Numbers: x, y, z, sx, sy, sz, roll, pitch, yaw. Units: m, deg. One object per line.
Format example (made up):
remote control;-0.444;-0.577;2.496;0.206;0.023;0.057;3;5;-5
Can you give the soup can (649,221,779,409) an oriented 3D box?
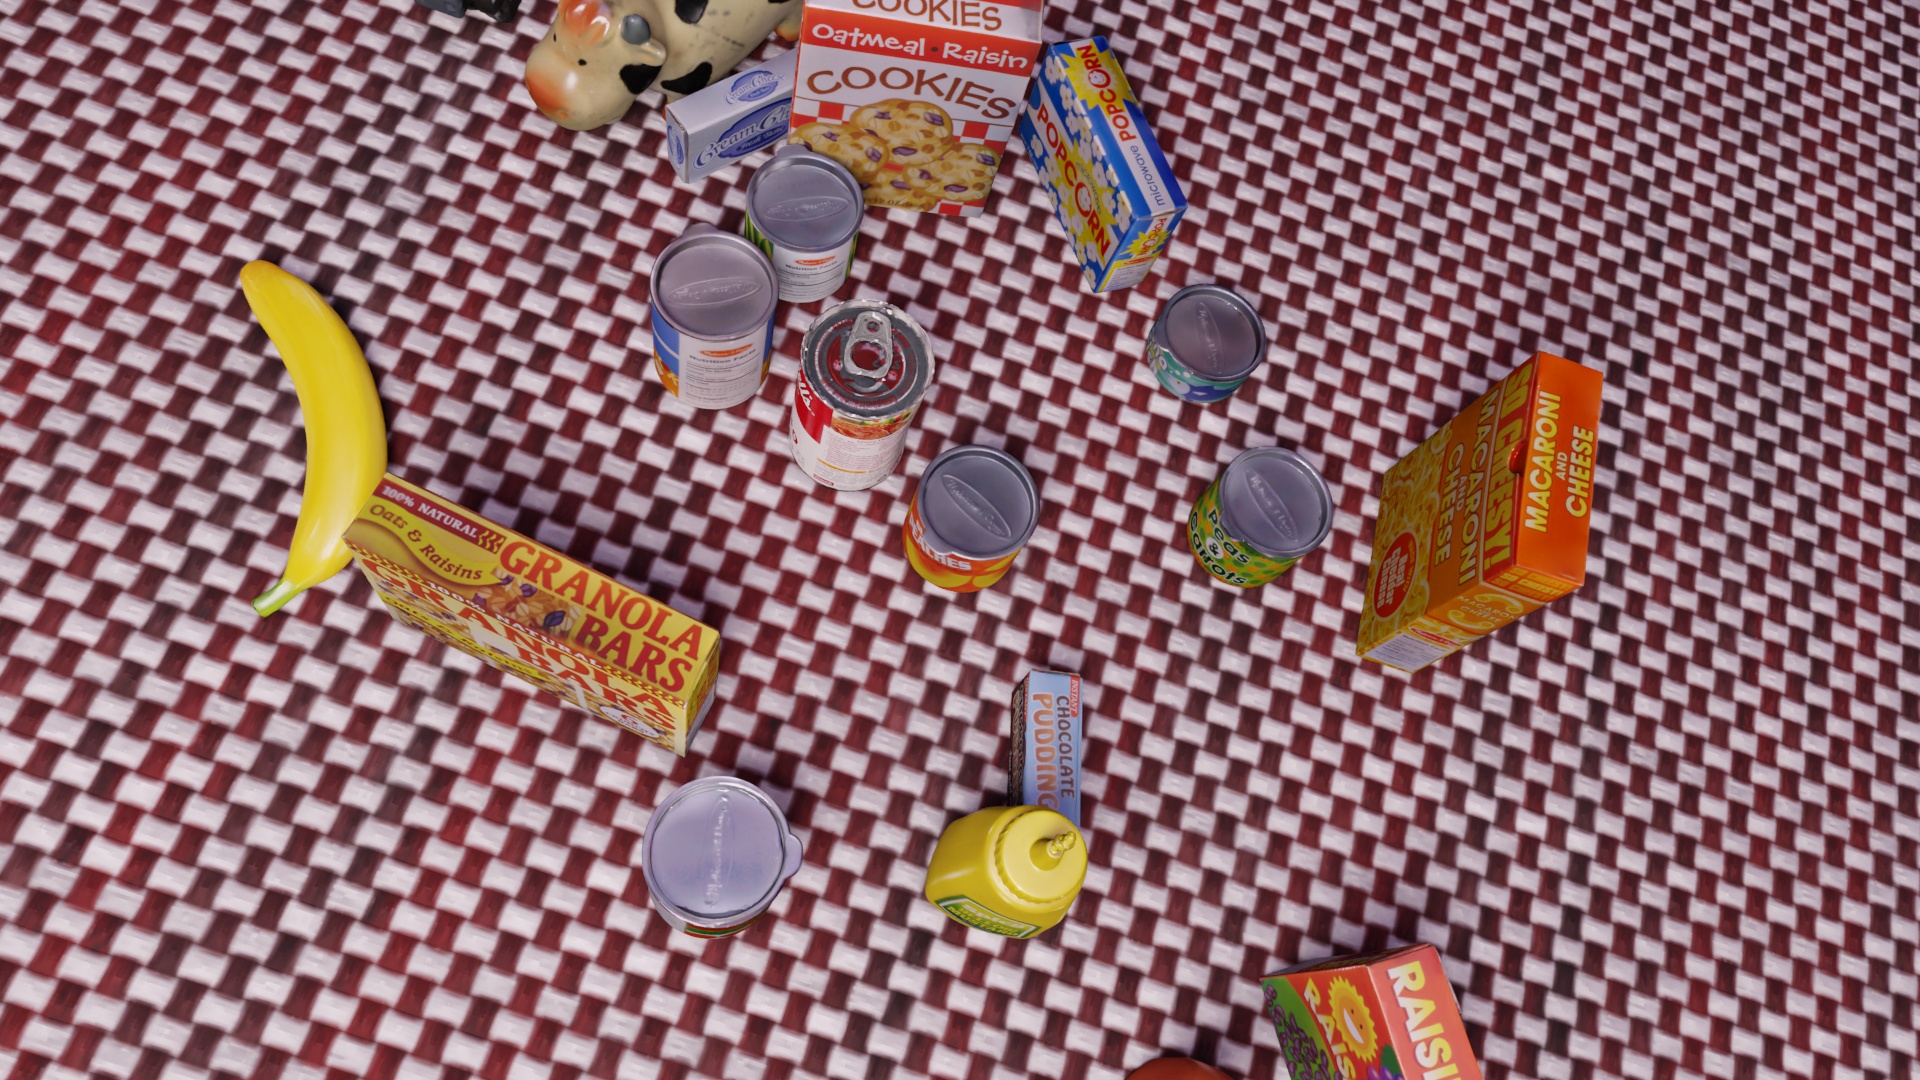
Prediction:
soup can;-0.134;-0.120;0.753;0.071;0.083;0.071;4;69;-10

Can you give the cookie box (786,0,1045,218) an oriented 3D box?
cookie box;-0.032;-0.249;0.778;0.123;0.166;0.040;5;69;-9

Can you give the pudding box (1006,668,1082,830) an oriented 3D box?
pudding box;0.043;0.113;0.719;0.030;0.049;0.084;7;69;-9

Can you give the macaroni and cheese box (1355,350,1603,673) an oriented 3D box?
macaroni and cheese box;0.275;-0.009;0.749;0.040;0.165;0.124;18;68;-4

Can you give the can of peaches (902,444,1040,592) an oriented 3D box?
can of peaches;0.003;-0.009;0.753;0.071;0.058;0.071;4;69;-10

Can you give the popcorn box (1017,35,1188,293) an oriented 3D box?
popcorn box;0.083;-0.225;0.836;0.038;0.085;0.127;-18;74;-17

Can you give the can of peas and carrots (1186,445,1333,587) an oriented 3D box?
can of peas and carrots;0.166;-0.011;0.786;0.071;0.058;0.071;4;69;-10

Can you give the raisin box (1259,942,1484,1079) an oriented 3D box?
raisin box;0.196;0.242;0.661;0.040;0.123;0.086;-11;72;-15

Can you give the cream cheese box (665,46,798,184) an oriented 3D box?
cream cheese box;-0.124;-0.253;0.822;0.104;0.053;0.024;-32;79;-20

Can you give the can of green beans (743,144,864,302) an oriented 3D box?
can of green beans;-0.091;-0.179;0.798;0.071;0.057;0.071;4;69;-10

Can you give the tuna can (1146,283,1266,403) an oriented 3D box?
tuna can;0.145;-0.118;0.836;0.071;0.032;0.071;4;69;-10

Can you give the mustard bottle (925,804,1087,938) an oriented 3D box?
mustard bottle;0.025;0.151;0.641;0.065;0.159;0.049;22;67;-3

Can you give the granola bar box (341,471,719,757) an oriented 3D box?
granola bar box;-0.196;0.039;0.659;0.165;0.123;0.039;26;67;-1

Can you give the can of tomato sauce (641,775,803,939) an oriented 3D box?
can of tomato sauce;-0.113;0.151;0.655;0.071;0.082;0.071;4;69;-10

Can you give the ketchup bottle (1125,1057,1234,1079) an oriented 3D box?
ketchup bottle;0.106;0.265;0.621;0.043;0.148;0.065;34;67;2
